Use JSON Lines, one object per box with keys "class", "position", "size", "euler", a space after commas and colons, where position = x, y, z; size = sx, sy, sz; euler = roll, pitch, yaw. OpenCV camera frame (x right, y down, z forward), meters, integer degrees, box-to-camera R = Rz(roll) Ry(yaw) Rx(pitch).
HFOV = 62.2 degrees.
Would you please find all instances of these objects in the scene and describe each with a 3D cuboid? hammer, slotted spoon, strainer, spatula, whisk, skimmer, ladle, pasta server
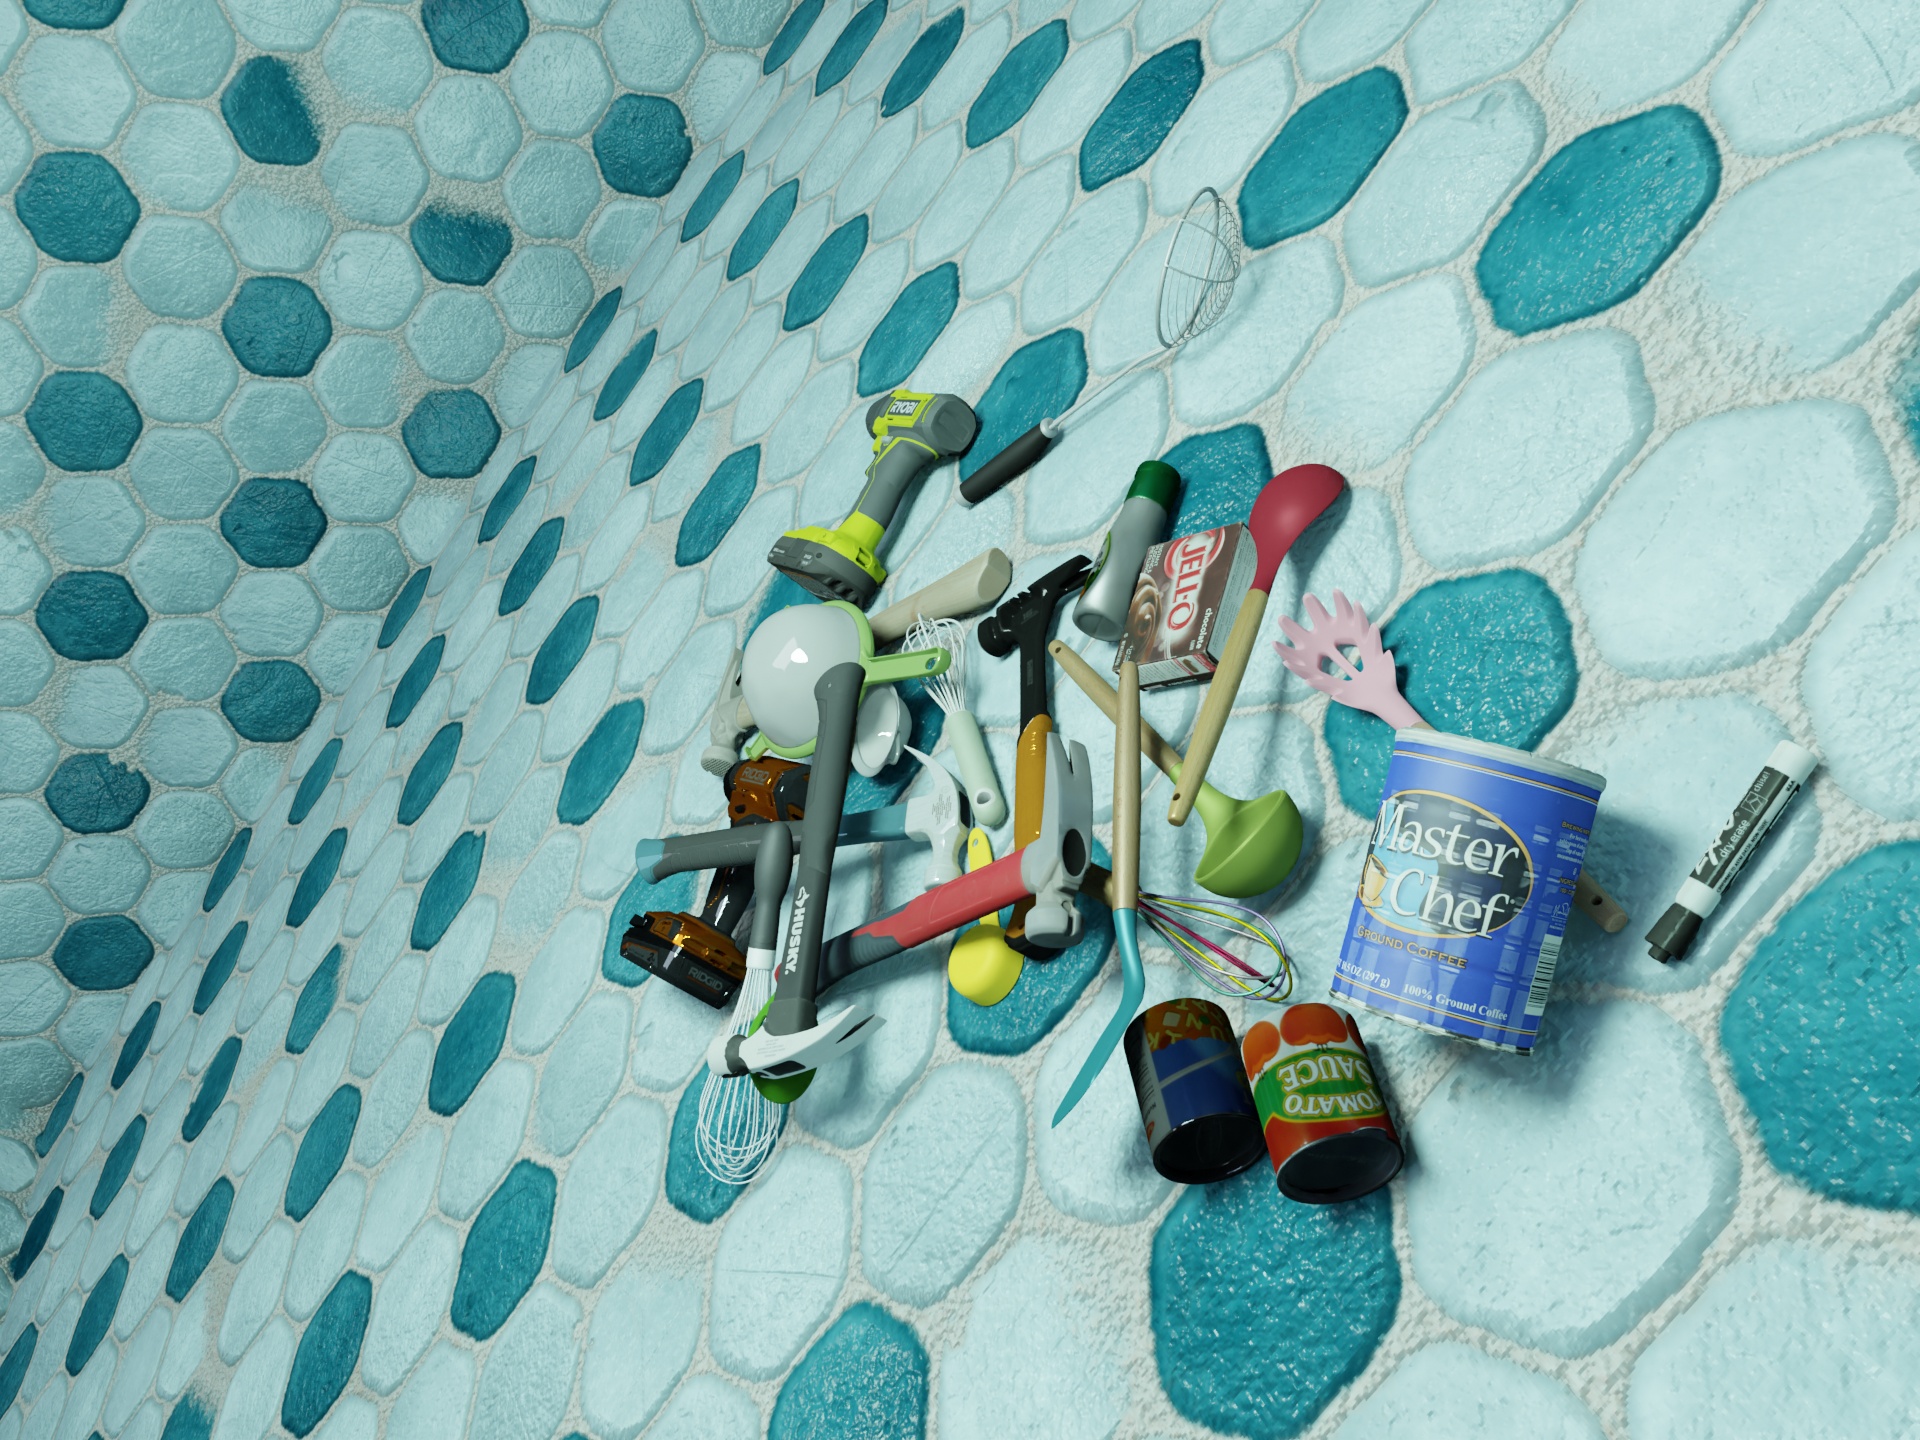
{"class": "hammer", "position": [-0.105, -0.074, 1.510], "size": [0.410, 0.038, 0.146], "euler": [-26, 43, 40]}
{"class": "slotted spoon", "position": [-0.117, 0.140, 1.244], "size": [0.070, 0.031, 0.314], "euler": [-5, 62, 32]}
{"class": "strainer", "position": [-0.103, -0.022, 1.422], "size": [0.259, 0.050, 0.087], "euler": [39, 114, 46]}
{"class": "spatula", "position": [0.093, 0.094, 0.991], "size": [0.082, 0.044, 0.318], "euler": [113, 165, -56]}
{"class": "strainer", "position": [-0.114, -0.049, 1.365], "size": [0.256, 0.069, 0.151], "euler": [-5, 66, 48]}
{"class": "whisk", "position": [-0.002, -0.004, 1.302], "size": [0.058, 0.059, 0.247], "euler": [-24, 44, 5]}
{"class": "skimmer", "position": [0.102, -0.309, 1.372], "size": [0.363, 0.090, 0.127], "euler": [-33, 7, 38]}
{"class": "whisk", "position": [0.121, 0.124, 1.011], "size": [0.051, 0.047, 0.245], "euler": [-53, 34, -10]}
{"class": "hammer", "position": [-0.106, 0.103, 1.213], "size": [0.146, 0.035, 0.335], "euler": [-16, 54, 35]}
{"class": "ladle", "position": [0.188, -0.061, 1.045], "size": [0.069, 0.031, 0.316], "euler": [-9, 46, 44]}
{"class": "ladle", "position": [0.127, 0.015, 1.069], "size": [0.078, 0.062, 0.320], "euler": [-46, 38, 6]}
{"class": "pasta server", "position": [0.273, 0.017, 0.912], "size": [0.060, 0.040, 0.317], "euler": [-41, 36, 7]}
{"class": "hammer", "position": [-0.138, 0.099, 1.319], "size": [0.331, 0.033, 0.128], "euler": [-10, 56, 29]}
{"class": "hammer", "position": [0.062, 0.025, 1.198], "size": [0.127, 0.034, 0.337], "euler": [-33, 40, 36]}
{"class": "hammer", "position": [-0.032, 0.134, 1.171], "size": [0.386, 0.038, 0.143], "euler": [-31, 47, 50]}
{"class": "whisk", "position": [-0.161, 0.221, 1.257], "size": [0.070, 0.070, 0.285], "euler": [-3, 77, 53]}

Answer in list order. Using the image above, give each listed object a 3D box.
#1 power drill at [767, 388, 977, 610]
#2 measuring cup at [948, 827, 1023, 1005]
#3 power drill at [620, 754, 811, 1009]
{"class": "power drill", "position": [-0.091, -0.228, 1.586], "size": [0.223, 0.080, 0.171], "euler": [-58, 32, -7]}
{"class": "measuring cup", "position": [0.011, 0.137, 1.174], "size": [0.062, 0.029, 0.157], "euler": [-38, 40, 29]}
{"class": "power drill", "position": [-0.213, 0.134, 1.444], "size": [0.164, 0.084, 0.226], "euler": [9, 67, 56]}
